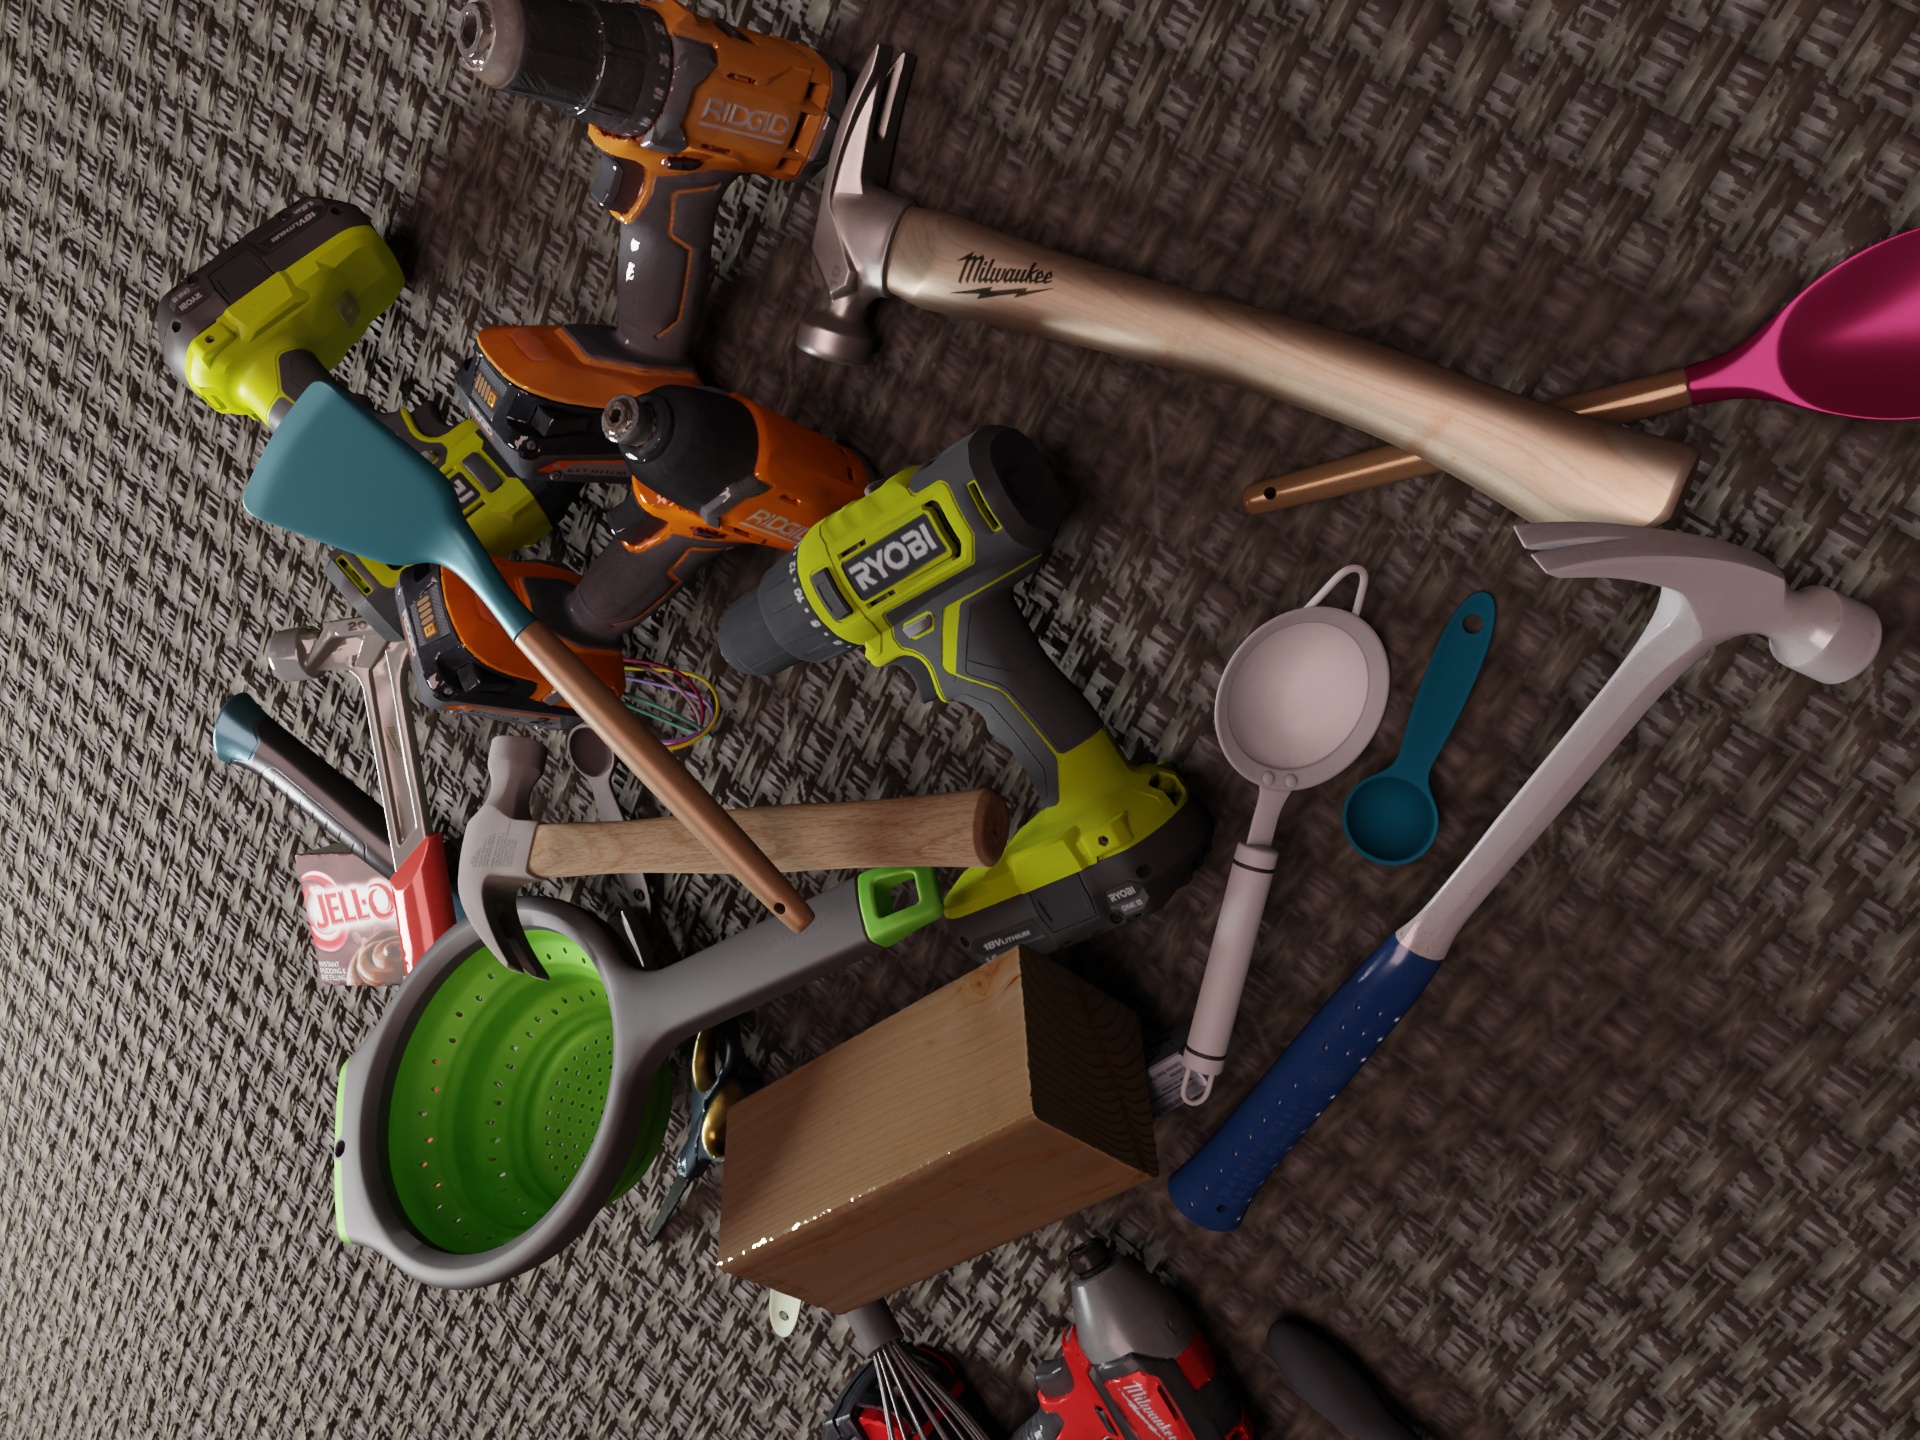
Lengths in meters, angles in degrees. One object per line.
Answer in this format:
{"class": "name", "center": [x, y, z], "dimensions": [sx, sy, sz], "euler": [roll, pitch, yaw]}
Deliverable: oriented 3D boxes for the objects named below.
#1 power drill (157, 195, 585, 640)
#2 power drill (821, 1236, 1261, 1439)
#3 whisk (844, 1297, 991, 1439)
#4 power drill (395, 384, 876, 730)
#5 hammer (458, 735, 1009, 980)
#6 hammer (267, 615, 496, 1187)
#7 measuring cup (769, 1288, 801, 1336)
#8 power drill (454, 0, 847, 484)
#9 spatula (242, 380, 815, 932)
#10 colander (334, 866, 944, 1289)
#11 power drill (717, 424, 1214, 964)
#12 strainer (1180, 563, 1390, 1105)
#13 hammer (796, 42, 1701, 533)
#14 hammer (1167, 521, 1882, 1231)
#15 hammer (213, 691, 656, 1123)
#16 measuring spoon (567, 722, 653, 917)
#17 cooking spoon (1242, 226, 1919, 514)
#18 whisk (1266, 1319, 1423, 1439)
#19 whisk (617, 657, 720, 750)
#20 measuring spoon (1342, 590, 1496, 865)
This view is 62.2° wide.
{"class": "power drill", "center": [-0.315, -0.174, 0.877], "dimensions": [0.171, 0.080, 0.223], "euler": [-42, 78, -12]}
{"class": "power drill", "center": [0.040, 0.370, 0.854], "dimensions": [0.219, 0.078, 0.143], "euler": [-32, 86, 28]}
{"class": "whisk", "center": [-0.041, 0.327, 0.832], "dimensions": [0.055, 0.055, 0.239], "euler": [-50, 59, 29]}
{"class": "power drill", "center": [-0.171, -0.084, 0.783], "dimensions": [0.226, 0.164, 0.084], "euler": [-30, 68, 23]}
{"class": "hammer", "center": [-0.125, 0.062, 0.781], "dimensions": [0.331, 0.031, 0.130], "euler": [-5, 68, 32]}
{"class": "hammer", "center": [-0.304, 0.114, 0.930], "dimensions": [0.149, 0.037, 0.359], "euler": [-4, 99, 15]}
{"class": "measuring cup", "center": [-0.084, 0.283, 0.920], "dimensions": [0.083, 0.038, 0.167], "euler": [21, 114, 22]}
{"class": "power drill", "center": [-0.168, -0.226, 0.750], "dimensions": [0.084, 0.185, 0.226], "euler": [48, 124, 30]}
{"class": "spatula", "center": [-0.183, -0.017, 0.712], "dimensions": [0.317, 0.044, 0.082], "euler": [46, 118, 1]}
{"class": "colander", "center": [-0.158, 0.171, 0.836], "dimensions": [0.397, 0.094, 0.205], "euler": [-27, 56, 21]}
{"class": "power drill", "center": [-0.001, -0.002, 0.757], "dimensions": [0.190, 0.080, 0.228], "euler": [-27, 98, 33]}
{"class": "strainer", "center": [0.133, 0.053, 0.718], "dimensions": [0.050, 0.086, 0.258], "euler": [-147, 69, -67]}
{"class": "hammer", "center": [0.108, -0.174, 0.684], "dimensions": [0.411, 0.038, 0.146], "euler": [25, 112, 25]}
{"class": "hammer", "center": [0.200, 0.088, 0.689], "dimensions": [0.144, 0.035, 0.405], "euler": [19, 122, -16]}
{"class": "hammer", "center": [-0.322, 0.099, 0.967], "dimensions": [0.331, 0.033, 0.128], "euler": [37, 106, 4]}
{"class": "measuring spoon", "center": [-0.200, 0.058, 0.941], "dimensions": [0.034, 0.018, 0.124], "euler": [-6, 107, 30]}
{"class": "cooking spoon", "center": [0.264, -0.127, 0.635], "dimensions": [0.319, 0.017, 0.069], "euler": [-12, 92, 30]}
{"class": "whisk", "center": [0.259, 0.391, 0.753], "dimensions": [0.285, 0.070, 0.070], "euler": [41, 118, 18]}
{"class": "whisk", "center": [-0.236, -0.031, 0.924], "dimensions": [0.245, 0.051, 0.047], "euler": [19, 90, 28]}
{"class": "measuring spoon", "center": [0.208, 0.003, 0.704], "dimensions": [0.042, 0.021, 0.128], "euler": [24, 104, 17]}
